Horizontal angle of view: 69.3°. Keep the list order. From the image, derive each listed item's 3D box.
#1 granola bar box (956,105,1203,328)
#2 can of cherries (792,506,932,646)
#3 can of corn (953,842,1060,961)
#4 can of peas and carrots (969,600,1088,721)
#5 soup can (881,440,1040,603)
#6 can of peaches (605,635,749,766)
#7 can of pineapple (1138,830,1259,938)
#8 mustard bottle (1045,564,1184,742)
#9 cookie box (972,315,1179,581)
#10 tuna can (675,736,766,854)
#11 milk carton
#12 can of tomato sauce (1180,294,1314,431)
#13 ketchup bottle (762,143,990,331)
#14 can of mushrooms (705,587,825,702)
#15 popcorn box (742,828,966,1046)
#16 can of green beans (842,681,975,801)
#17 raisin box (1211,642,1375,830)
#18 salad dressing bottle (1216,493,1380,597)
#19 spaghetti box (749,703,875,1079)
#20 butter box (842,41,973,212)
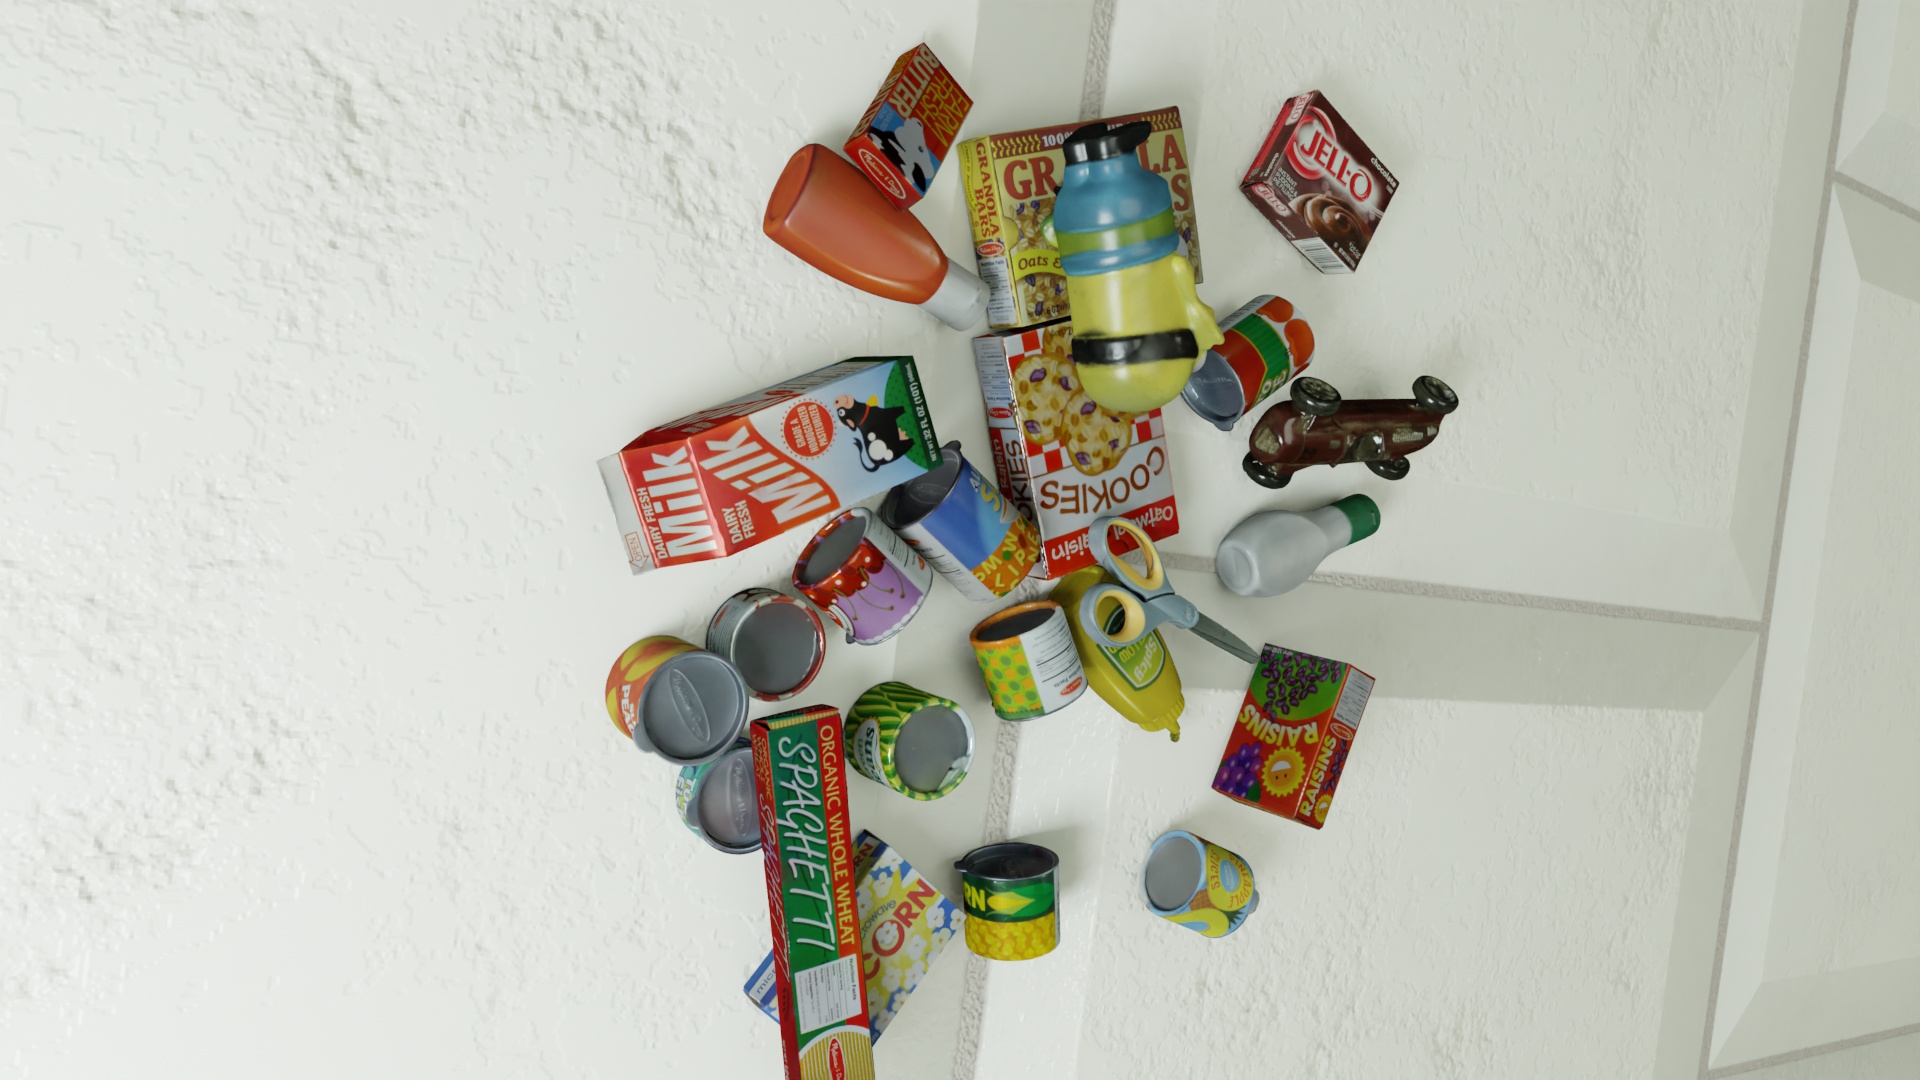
[{"bbox_3d":[0.086,-0.220,0.940,0.166,0.039,0.124,-19,105,-31],"label":"granola bar box"},{"bbox_3d":[-0.062,0.023,0.853,0.058,0.071,0.072,45,71,-28],"label":"can of cherries"},{"bbox_3d":[0.032,0.244,0.938,0.071,0.071,0.058,-7,100,-32],"label":"can of corn"},{"bbox_3d":[0.043,0.080,0.929,0.071,0.071,0.058,-27,106,-28],"label":"can of peas and carrots"},{"bbox_3d":[0.003,-0.011,0.891,0.083,0.071,0.071,43,72,-30],"label":"soup can"},{"bbox_3d":[-0.165,0.092,0.797,0.071,0.058,0.071,-5,98,-33],"label":"can of peaches"},{"bbox_3d":[0.176,0.255,1.031,0.058,0.071,0.071,30,79,-32],"label":"can of pineapple"},{"bbox_3d":[0.121,0.089,0.989,0.065,0.049,0.160,-50,118,-23],"label":"mustard bottle"},{"bbox_3d":[0.083,-0.069,0.953,0.123,0.040,0.167,-19,105,-31],"label":"cookie box"},{"bbox_3d":[-0.138,0.153,0.836,0.071,0.033,0.071,-4,97,-33],"label":"tuna can"},{"bbox_3d":[-0.113,-0.046,0.807,0.191,0.073,0.072,-24,108,-29],"label":"milk carton"},{"bbox_3d":[0.208,-0.131,1.013,0.083,0.071,0.071,-35,113,-26],"label":"can of tomato sauce"},{"bbox_3d":[-0.047,-0.179,0.855,0.148,0.043,0.065,28,74,-32],"label":"ketchup bottle"},{"bbox_3d":[-0.115,0.063,0.841,0.071,0.033,0.071,-3,96,-33],"label":"can of mushrooms"},{"bbox_3d":[-0.066,0.264,0.890,0.085,0.038,0.127,48,70,-26],"label":"popcorn box"},{"bbox_3d":[-0.032,0.128,0.887,0.071,0.058,0.071,-4,97,-33],"label":"can of green beans"},{"bbox_3d":[0.253,0.148,1.060,0.040,0.086,0.123,30,79,-37],"label":"raisin box"},{"bbox_3d":[0.266,0.000,1.080,0.148,0.044,0.064,-19,103,-32],"label":"salad dressing bottle"},{"bbox_3d":[-0.088,0.223,0.833,0.050,0.028,0.249,-9,98,-31],"label":"spaghetti box"},{"bbox_3d":[-0.030,-0.253,0.848,0.053,0.024,0.104,44,49,-27],"label":"butter box"}]
